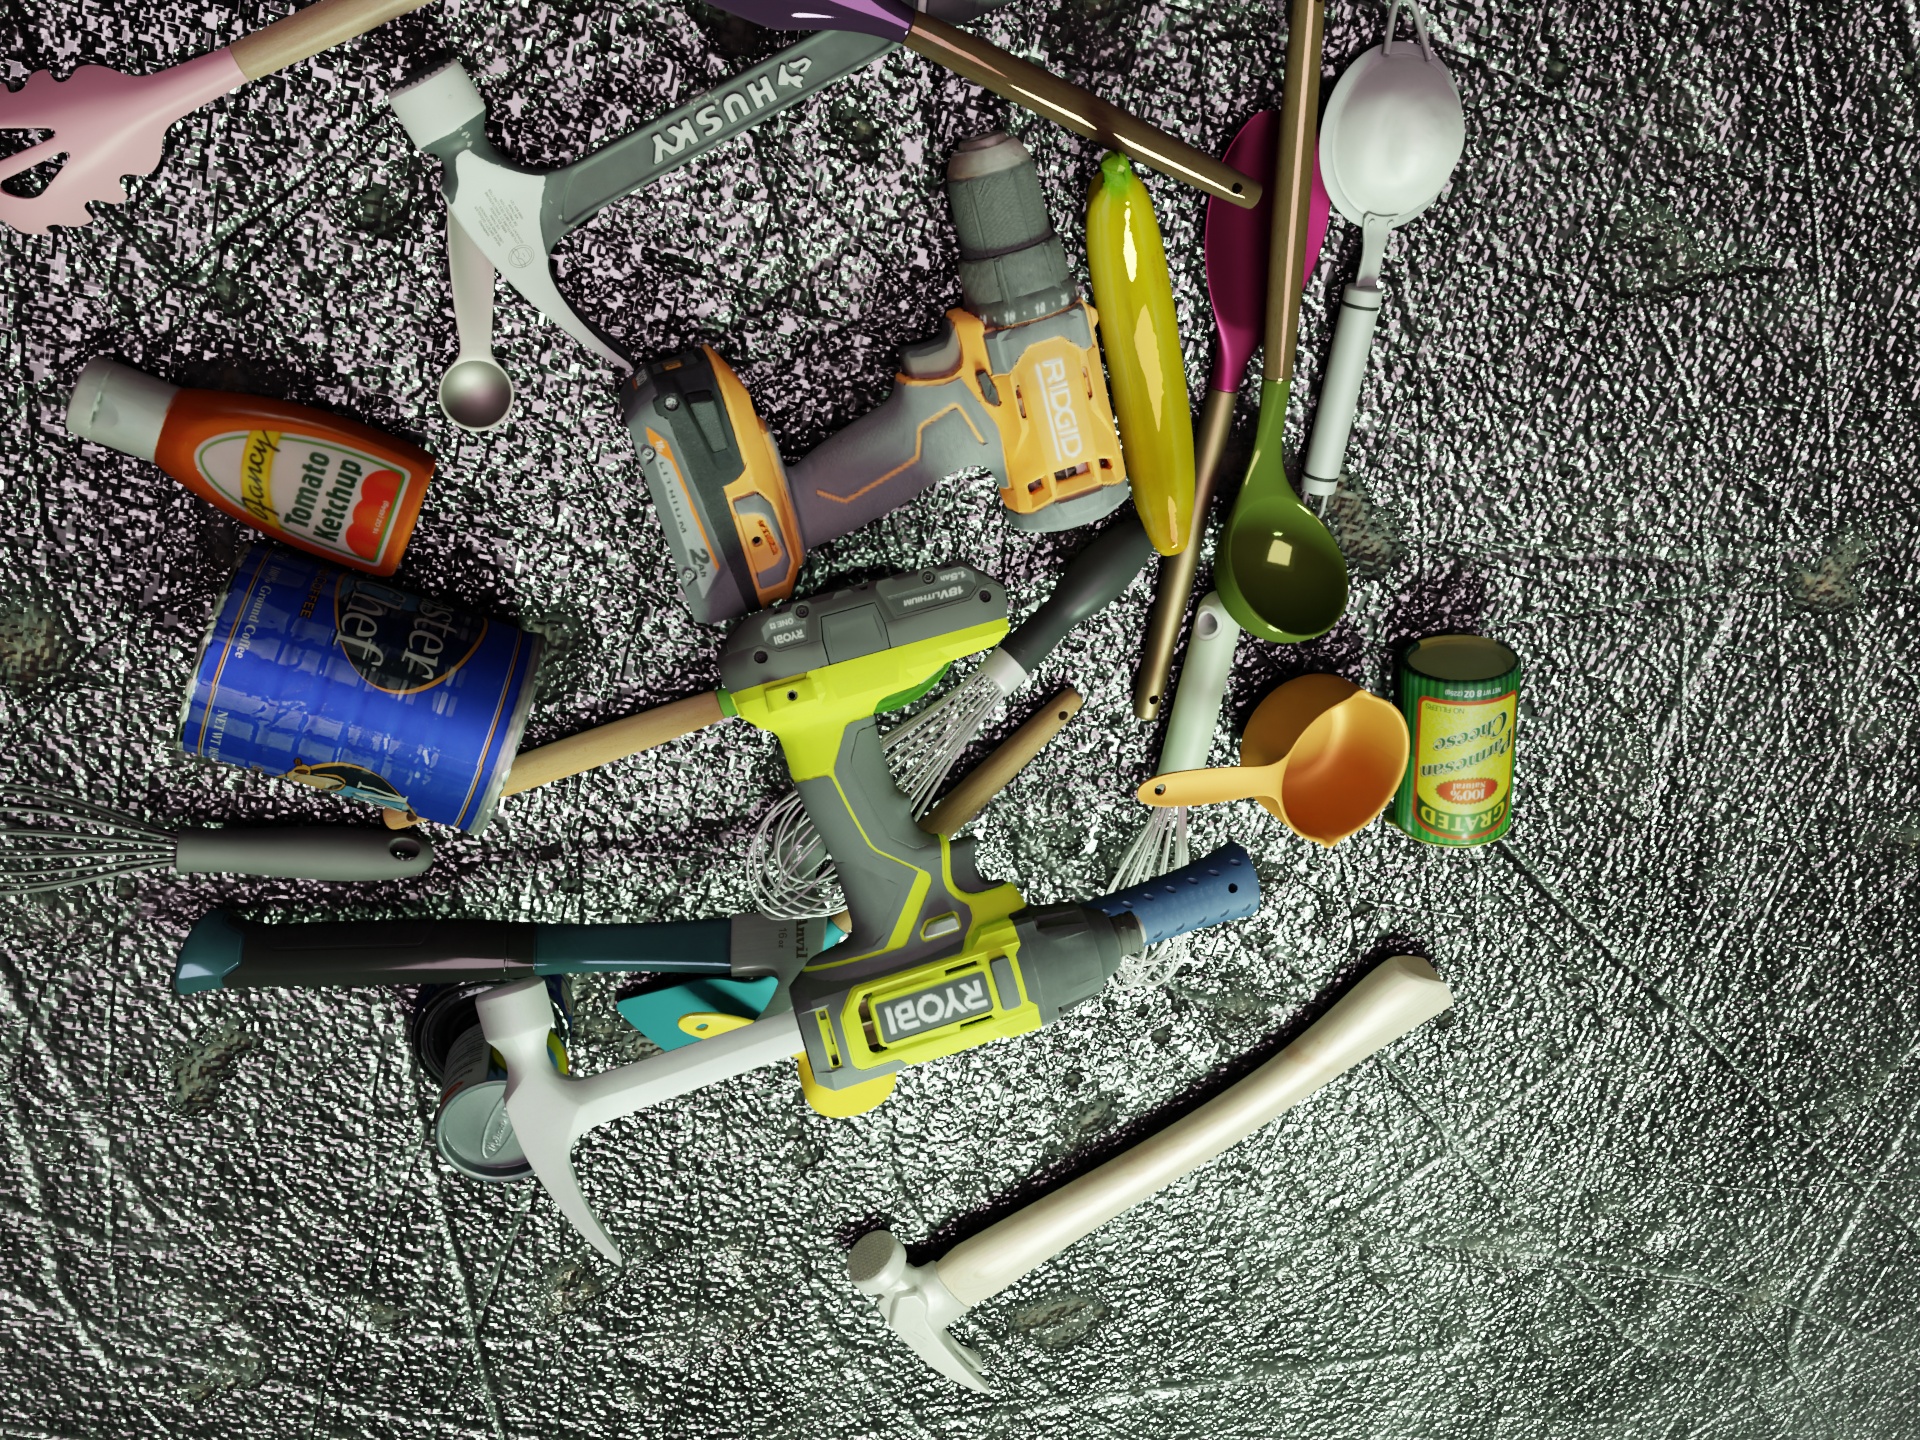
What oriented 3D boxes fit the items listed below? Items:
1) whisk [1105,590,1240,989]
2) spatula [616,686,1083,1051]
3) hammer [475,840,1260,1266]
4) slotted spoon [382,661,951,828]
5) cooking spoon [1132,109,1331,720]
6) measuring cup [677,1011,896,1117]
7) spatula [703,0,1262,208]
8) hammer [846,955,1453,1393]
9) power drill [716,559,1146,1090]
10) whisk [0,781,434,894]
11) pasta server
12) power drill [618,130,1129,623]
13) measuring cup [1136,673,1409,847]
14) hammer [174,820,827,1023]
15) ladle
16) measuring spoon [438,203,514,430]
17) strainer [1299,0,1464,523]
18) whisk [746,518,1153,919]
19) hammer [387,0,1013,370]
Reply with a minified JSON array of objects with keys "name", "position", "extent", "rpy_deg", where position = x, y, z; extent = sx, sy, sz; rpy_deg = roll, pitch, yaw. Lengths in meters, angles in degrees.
[{"name":"whisk","position":[0.121,0.044,0.897],"extent":[0.059,0.058,0.246],"rpy_deg":[-11,119,-46]},{"name":"spatula","position":[-0.054,0.089,0.891],"extent":[0.317,0.044,0.082],"rpy_deg":[-43,116,4]},{"name":"hammer","position":[-0.027,0.147,0.819],"extent":[0.405,0.035,0.144],"rpy_deg":[-16,90,-17]},{"name":"slotted spoon","position":[-0.148,0.002,0.827],"extent":[0.314,0.031,0.070],"rpy_deg":[-19,121,-1]},{"name":"cooking spoon","position":[0.129,-0.146,0.819],"extent":[0.068,0.017,0.318],"rpy_deg":[0,115,-23]},{"name":"measuring cup","position":[-0.097,0.193,0.896],"extent":[0.062,0.029,0.156],"rpy_deg":[-41,138,21]},{"name":"spatula","position":[0.001,-0.291,0.686],"extent":[0.315,0.018,0.059],"rpy_deg":[18,112,-23]},{"name":"hammer","position":[0.135,0.283,1.014],"extent":[0.410,0.038,0.146],"rpy_deg":[-33,118,5]},{"name":"power drill","position":[-0.015,0.044,0.755],"extent":[0.171,0.080,0.223],"rpy_deg":[-16,93,-10]},{"name":"whisk","position":[-0.389,0.062,0.797],"extent":[0.239,0.055,0.055],"rpy_deg":[4,114,-19]},{"name":"pasta server","position":[-0.276,-0.287,0.665],"extent":[0.316,0.040,0.060],"rpy_deg":[-26,117,-3]},{"name":"power drill","position":[-0.042,-0.158,0.746],"extent":[0.226,0.084,0.185],"rpy_deg":[-18,115,-7]},{"name":"measuring cup","position":[0.161,0.021,0.868],"extent":[0.173,0.052,0.095],"rpy_deg":[-5,115,-24]},{"name":"hammer","position":[-0.236,0.119,0.834],"extent":[0.331,0.033,0.128],"rpy_deg":[0,71,-5]},{"name":"ladle","position":[0.164,-0.190,0.768],"extent":[0.078,0.062,0.320],"rpy_deg":[-17,120,-31]},{"name":"measuring spoon","position":[-0.224,-0.195,0.727],"extent":[0.034,0.018,0.124],"rpy_deg":[-6,110,-27]},{"name":"strainer","position":[0.204,-0.218,0.791],"extent":[0.087,0.050,0.258],"rpy_deg":[-6,120,-25]},{"name":"whisk","position":[-0.001,-0.002,0.821],"extent":[0.284,0.070,0.070],"rpy_deg":[-45,116,-4]},{"name":"hammer","position":[-0.032,-0.301,0.701],"extent":[0.409,0.036,0.149],"rpy_deg":[-27,121,1]}]
